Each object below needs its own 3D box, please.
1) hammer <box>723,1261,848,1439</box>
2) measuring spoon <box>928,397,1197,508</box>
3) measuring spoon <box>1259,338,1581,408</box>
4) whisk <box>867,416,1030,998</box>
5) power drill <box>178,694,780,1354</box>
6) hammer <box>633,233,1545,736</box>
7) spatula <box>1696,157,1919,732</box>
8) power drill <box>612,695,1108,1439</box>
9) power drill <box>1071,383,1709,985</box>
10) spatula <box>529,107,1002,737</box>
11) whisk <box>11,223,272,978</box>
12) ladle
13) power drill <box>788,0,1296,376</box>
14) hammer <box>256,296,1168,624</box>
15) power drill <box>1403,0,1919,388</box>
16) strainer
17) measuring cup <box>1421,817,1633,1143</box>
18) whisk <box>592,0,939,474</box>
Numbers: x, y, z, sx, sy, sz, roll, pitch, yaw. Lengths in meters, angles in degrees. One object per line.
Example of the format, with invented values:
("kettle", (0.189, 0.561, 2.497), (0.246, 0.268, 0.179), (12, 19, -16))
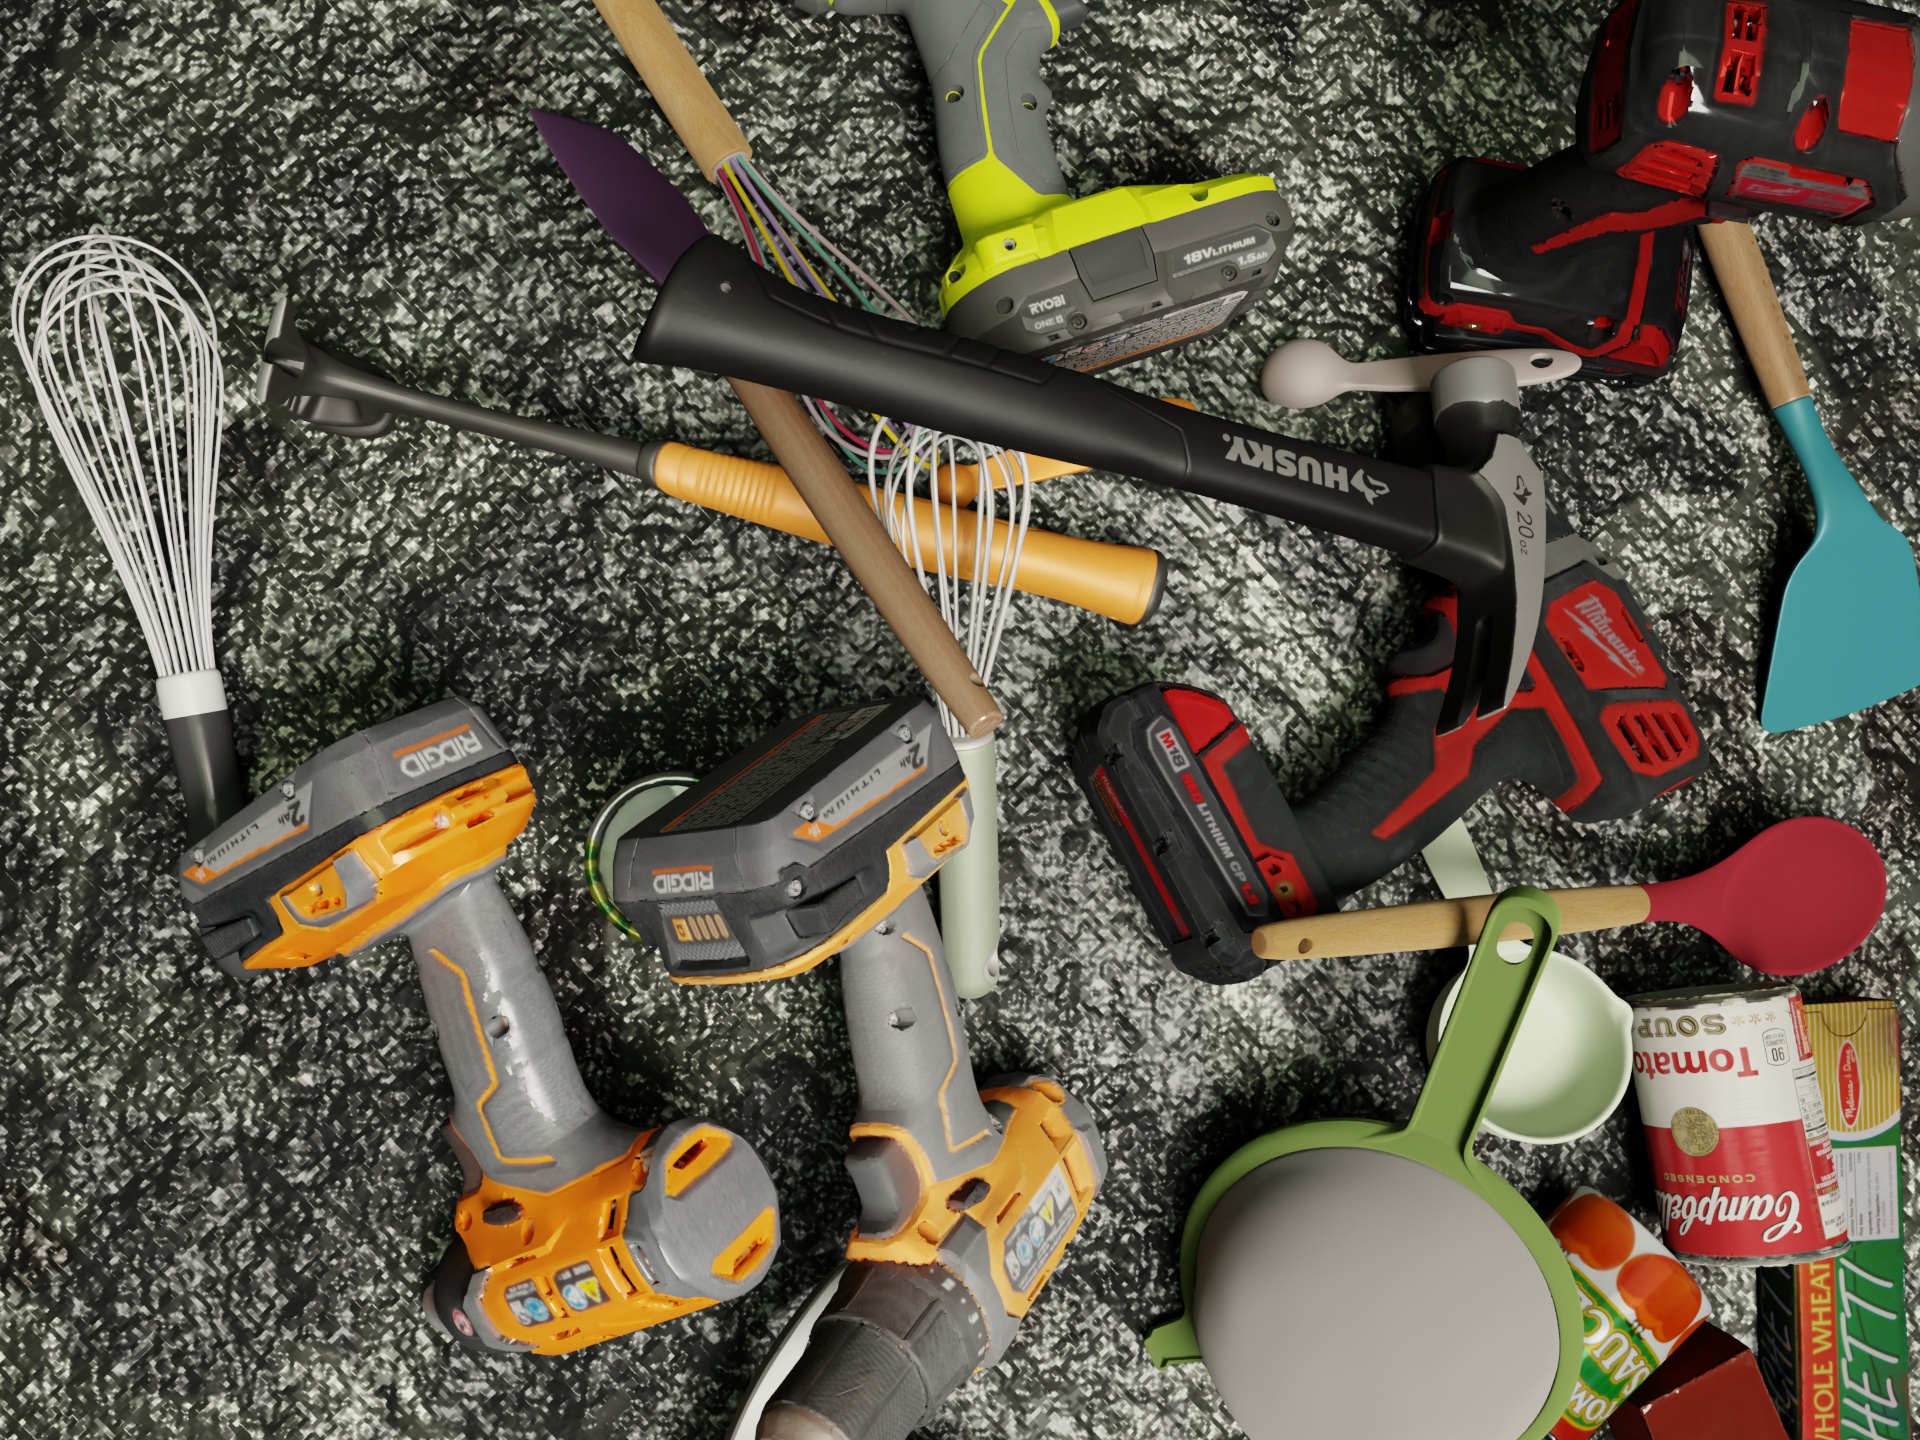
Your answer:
("hammer", (0.103, 0.325, 0.621), (0.408, 0.036, 0.149), (16, 61, -10))
("measuring spoon", (0.043, -0.110, 0.649), (0.117, 0.011, 0.021), (-18, 91, -6))
("measuring spoon", (0.181, -0.144, 0.634), (0.124, 0.018, 0.034), (1, 53, 18))
("whisk", (-0.001, -0.002, 0.588), (0.059, 0.058, 0.246), (6, 116, 17))
("power drill", (-0.181, 0.124, 0.573), (0.164, 0.084, 0.226), (-29, 91, 31))
("hammer", (0.058, -0.090, 0.529), (0.334, 0.035, 0.146), (11, 68, -22))
("spatula", (0.335, -0.155, 0.675), (0.082, 0.044, 0.317), (-18, 86, -5))
("power drill", (-0.036, 0.127, 0.539), (0.084, 0.185, 0.226), (-9, 109, 35))
("power drill", (0.158, -0.016, 0.625), (0.226, 0.080, 0.188), (-26, 81, -9))
("spatula", (-0.070, -0.118, 0.562), (0.018, 0.059, 0.316), (-50, 60, 31))
("whisk", (-0.294, -0.042, 0.594), (0.070, 0.070, 0.284), (-11, 94, -6))
("ladle", (0.241, 0.074, 0.610), (0.315, 0.031, 0.069), (-1, 102, -27))
("power drill", (0.043, -0.259, 0.621), (0.190, 0.080, 0.228), (-19, 88, -5))
("hammer", (-0.081, -0.088, 0.593), (0.336, 0.127, 0.034), (13, 92, -11))
("power drill", (0.258, -0.185, 0.567), (0.143, 0.219, 0.078), (8, 89, -5))
("strainer", (0.157, 0.180, 0.563), (0.151, 0.069, 0.256), (21, 112, 19))
("measuring cup", (0.212, 0.091, 0.656), (0.083, 0.038, 0.168), (-19, 74, -3))
("whisk", (-0.079, -0.200, 0.629), (0.047, 0.051, 0.245), (-31, 87, -40))
